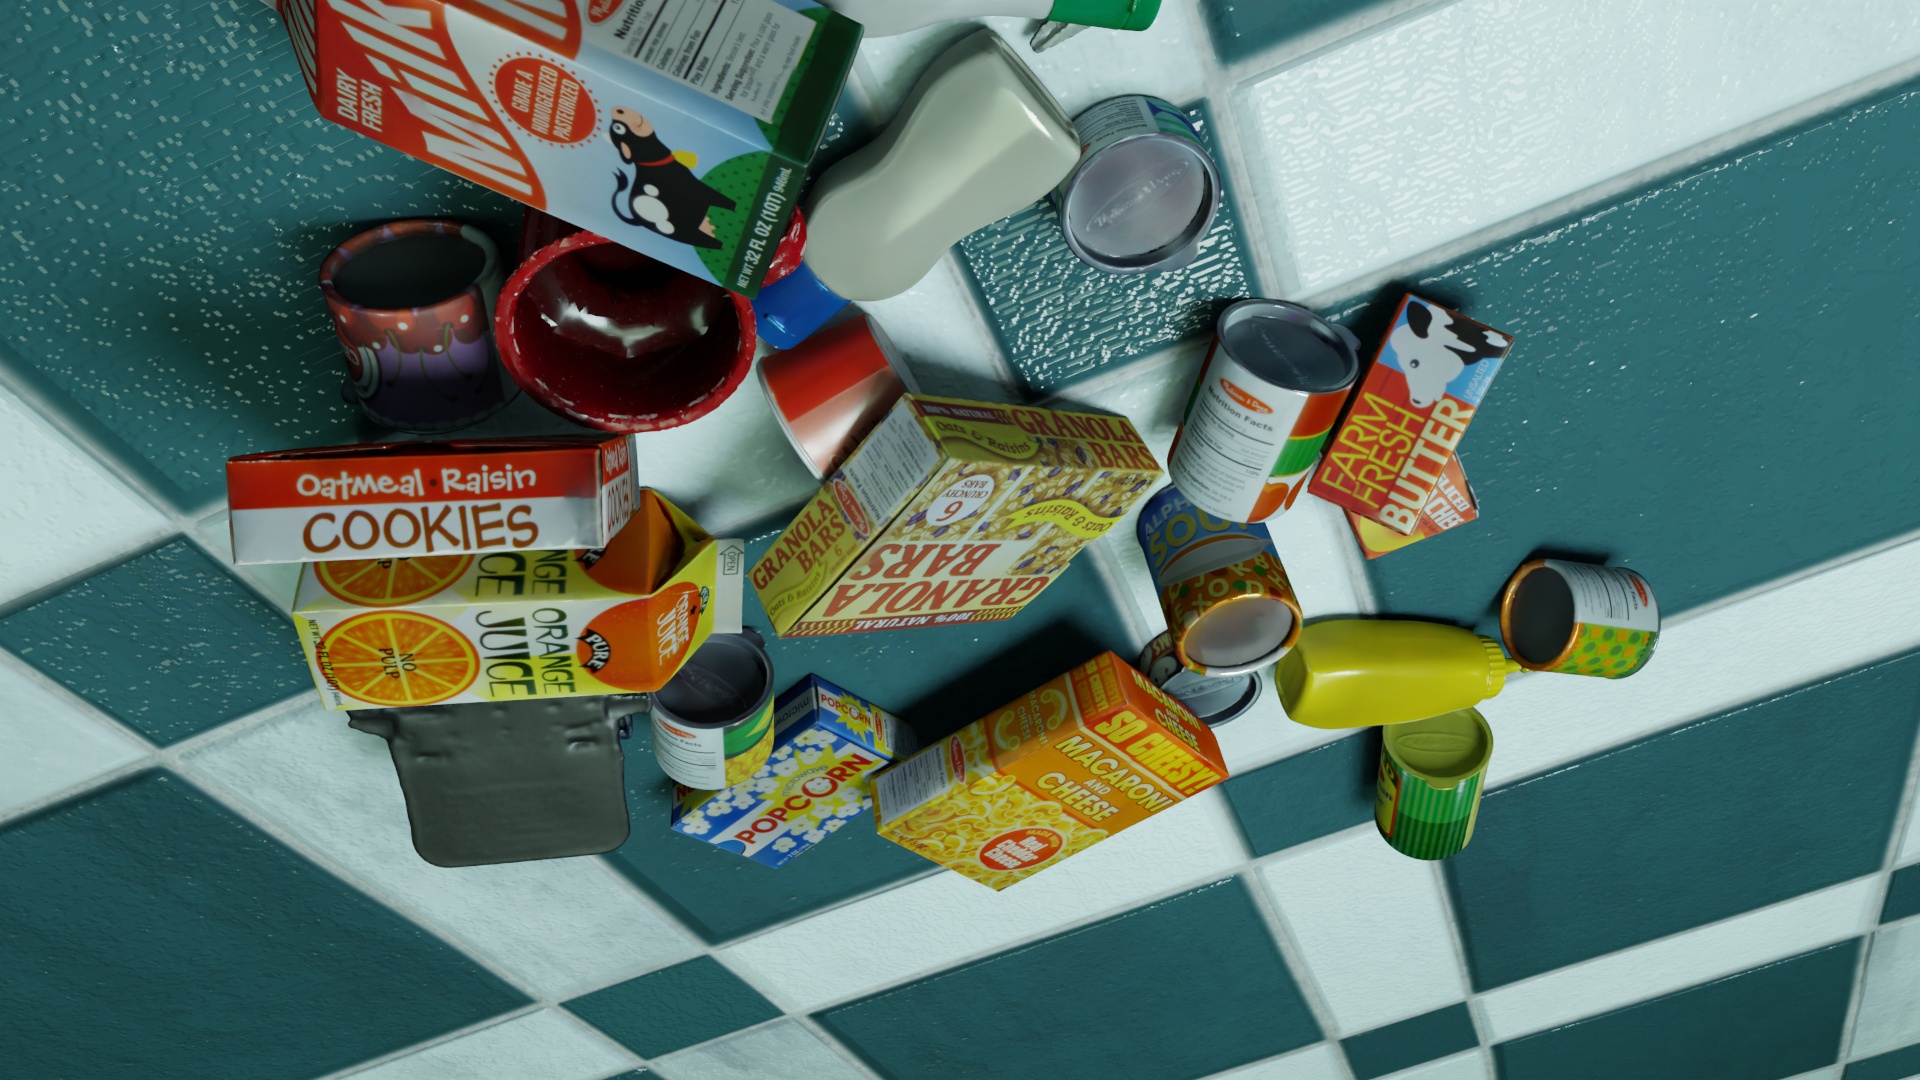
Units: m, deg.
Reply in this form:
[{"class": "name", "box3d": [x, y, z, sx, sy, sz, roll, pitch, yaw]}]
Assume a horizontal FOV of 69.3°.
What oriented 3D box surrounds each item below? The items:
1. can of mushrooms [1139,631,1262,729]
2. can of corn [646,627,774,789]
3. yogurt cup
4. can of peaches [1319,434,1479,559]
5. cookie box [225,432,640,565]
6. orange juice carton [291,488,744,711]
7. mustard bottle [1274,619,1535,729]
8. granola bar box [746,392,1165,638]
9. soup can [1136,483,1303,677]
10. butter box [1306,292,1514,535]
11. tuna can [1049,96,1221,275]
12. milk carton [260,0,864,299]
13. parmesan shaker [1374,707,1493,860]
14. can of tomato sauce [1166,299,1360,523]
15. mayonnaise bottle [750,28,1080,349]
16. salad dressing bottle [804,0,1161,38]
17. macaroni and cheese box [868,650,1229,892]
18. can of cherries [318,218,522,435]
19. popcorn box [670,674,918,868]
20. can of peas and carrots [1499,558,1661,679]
[{"class": "can of mushrooms", "box3d": [0.140, 0.078, 0.813, 0.071, 0.033, 0.070, -6, 137, -6]}, {"class": "can of corn", "box3d": [-0.131, 0.089, 0.742, 0.071, 0.071, 0.058, -3, 137, -10]}, {"class": "yogurt cup", "box3d": [-0.049, -0.062, 0.604, 0.054, 0.073, 0.072, -30, 134, 7]}, {"class": "can of peaches", "box3d": [0.217, -0.029, 0.691, 0.058, 0.071, 0.071, -23, 136, 13]}, {"class": "cookie box", "box3d": [-0.196, -0.021, 0.550, 0.123, 0.167, 0.040, -3, 96, -9]}, {"class": "orange juice carton", "box3d": [-0.199, 0.026, 0.654, 0.193, 0.073, 0.071, -2, 136, -11]}, {"class": "mustard bottle", "box3d": [0.271, 0.078, 0.831, 0.160, 0.049, 0.065, -1, 136, -13]}, {"class": "granola bar box", "box3d": [0.002, -0.008, 0.640, 0.166, 0.039, 0.123, 0, 142, -50]}, {"class": "soup can", "box3d": [0.131, 0.016, 0.710, 0.071, 0.084, 0.071, -6, 136, -6]}, {"class": "butter box", "box3d": [0.207, -0.058, 0.645, 0.053, 0.024, 0.103, 27, 100, 9]}, {"class": "tuna can", "box3d": [0.071, -0.143, 0.567, 0.071, 0.033, 0.070, -6, 136, -6]}, {"class": "milk carton", "box3d": [-0.137, -0.160, 0.446, 0.190, 0.074, 0.072, 22, 147, -12]}, {"class": "parmesan shaker", "box3d": [0.306, 0.158, 0.906, 0.071, 0.071, 0.102, -12, 137, 0]}, {"class": "can of tomato sauce", "box3d": [0.140, -0.060, 0.647, 0.071, 0.071, 0.082, 1, 136, -14]}, {"class": "mayonnaise bottle", "box3d": [-0.027, -0.132, 0.552, 0.147, 0.041, 0.064, -34, 122, 24]}, {"class": "salad dressing bottle", "box3d": [-0.004, -0.201, 0.475, 0.148, 0.044, 0.064, 4, 133, -10]}, {"class": "macaroni and cheese box", "box3d": [0.051, 0.136, 0.796, 0.166, 0.040, 0.123, -31, 137, 20]}, {"class": "can of cherries", "box3d": [-0.210, -0.084, 0.541, 0.071, 0.072, 0.058, -4, 136, -8]}, {"class": "popcorn box", "box3d": [-0.098, 0.139, 0.820, 0.126, 0.038, 0.085, -37, 133, 24]}, {"class": "can of peas and carrots", "box3d": [0.356, 0.047, 0.805, 0.059, 0.071, 0.070, 7, 134, -18]}]
